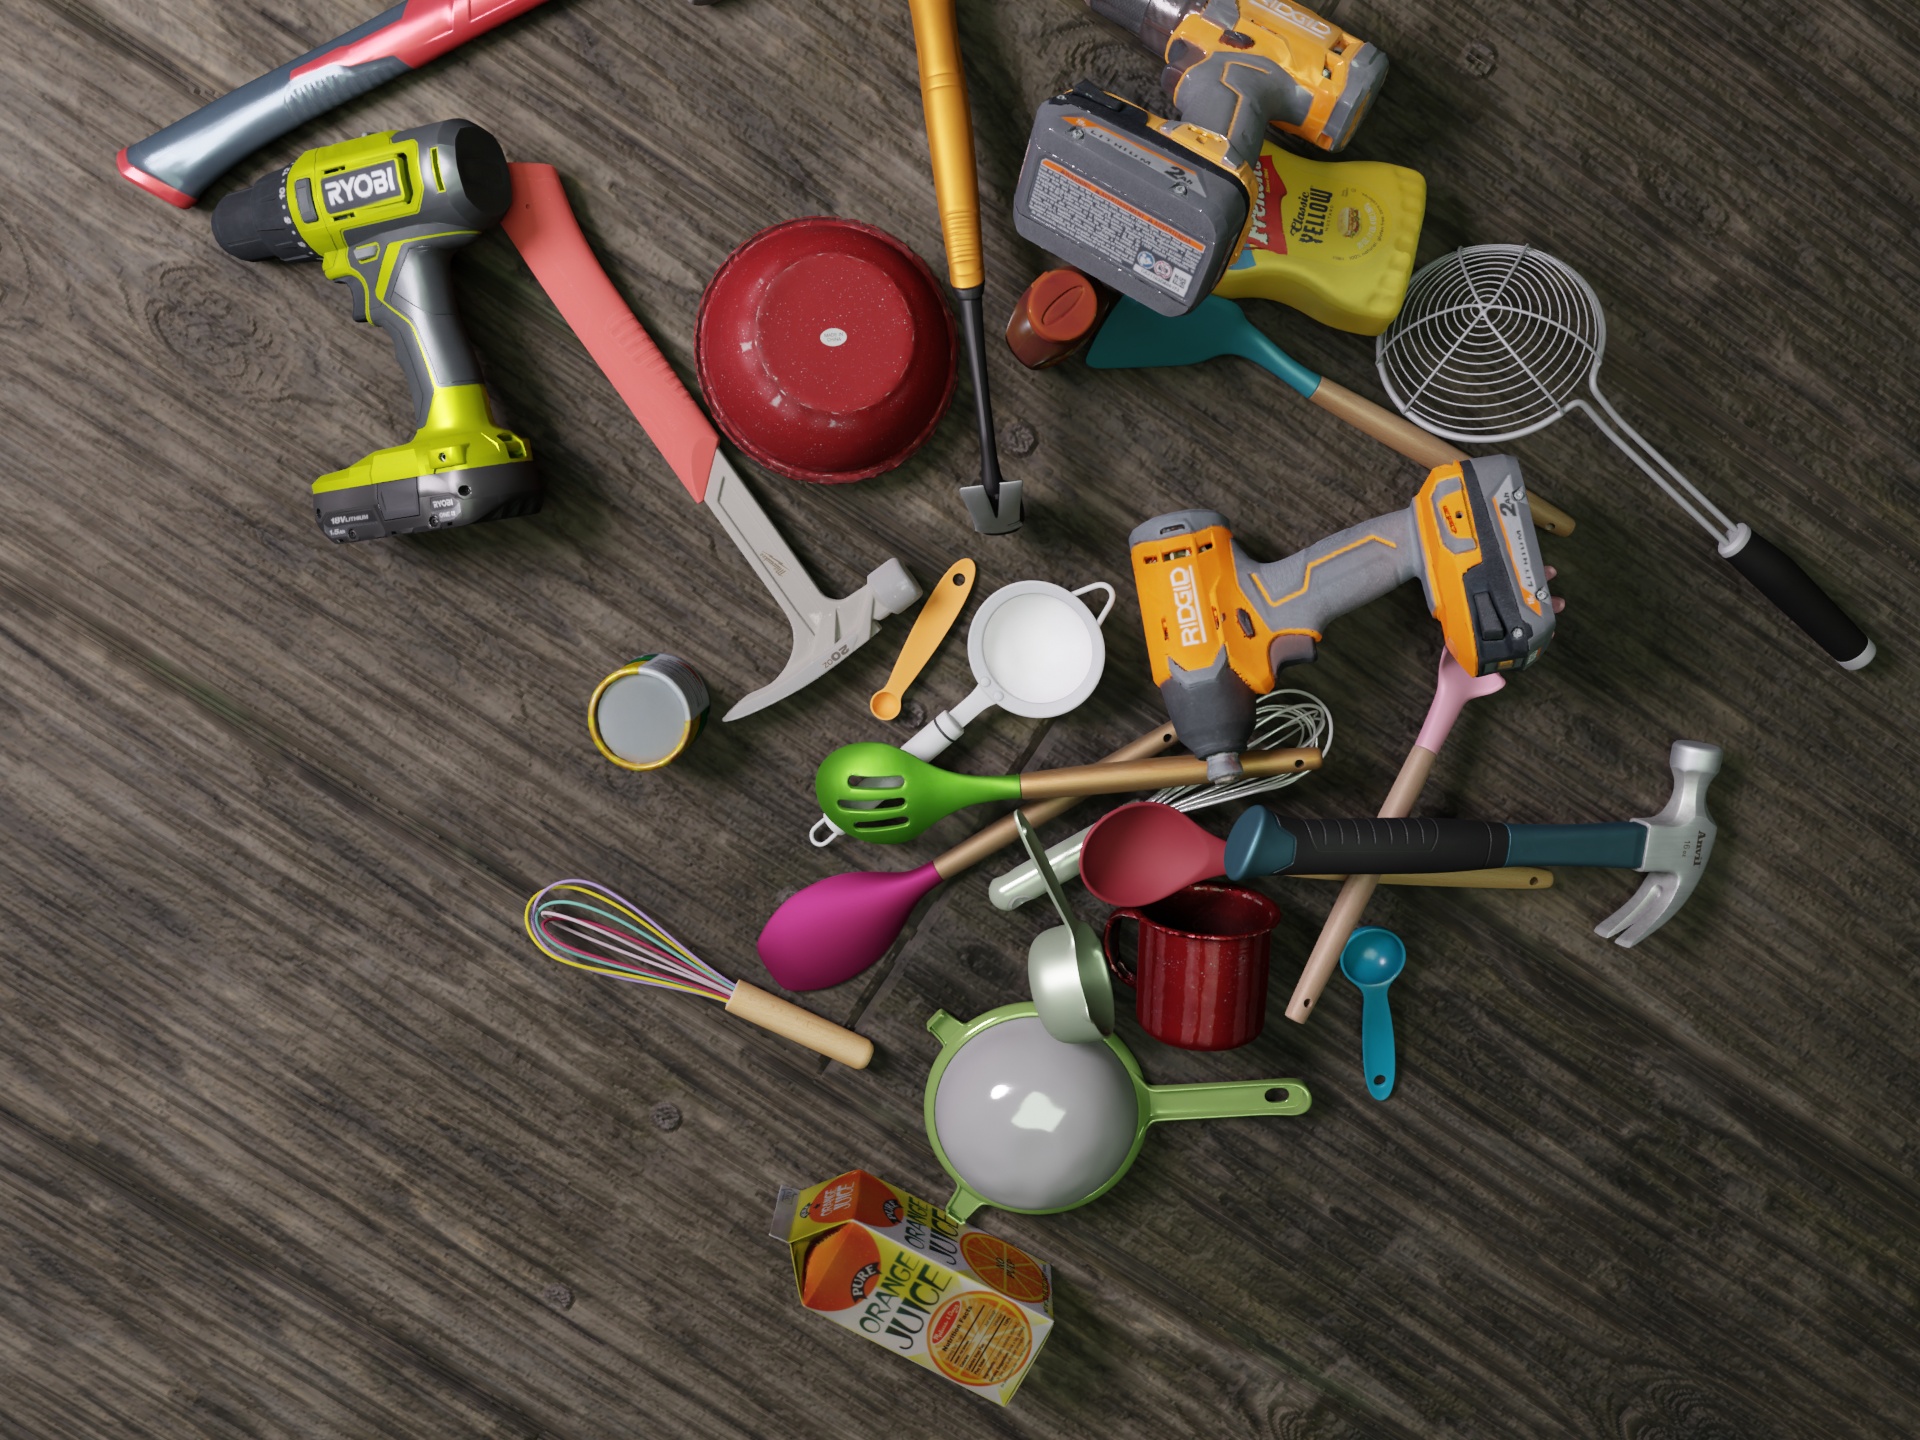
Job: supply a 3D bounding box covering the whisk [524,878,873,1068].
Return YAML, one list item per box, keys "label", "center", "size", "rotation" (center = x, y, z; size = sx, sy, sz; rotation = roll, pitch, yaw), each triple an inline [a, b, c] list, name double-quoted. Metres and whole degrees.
- label: "whisk"
  center: [-0.171, 0.174, 1.040]
  size: [0.245, 0.047, 0.051]
  rotation: [26, 114, -7]

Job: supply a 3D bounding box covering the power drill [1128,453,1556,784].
- label: "power drill"
  center: [0.222, -0.058, 0.931]
  size: [0.226, 0.084, 0.164]
  rotation: [-11, 77, 14]

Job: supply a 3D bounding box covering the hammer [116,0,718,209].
- label: "hammer"
  center: [-0.329, -0.419, 0.935]
  size: [0.386, 0.038, 0.143]
  rotation: [-24, 98, 6]

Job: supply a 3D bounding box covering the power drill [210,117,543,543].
- label: "power drill"
  center: [-0.345, -0.225, 0.945]
  size: [0.190, 0.080, 0.228]
  rotation: [-5, 100, 21]

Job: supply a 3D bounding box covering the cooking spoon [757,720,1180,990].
- label: "cooking spoon"
  center: [0.008, 0.084, 1.029]
  size: [0.319, 0.017, 0.068]
  rotation: [-31, 99, 8]

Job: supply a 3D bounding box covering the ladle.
- label: "ladle"
  center: [0.225, 0.090, 0.998]
  size: [0.315, 0.031, 0.069]
  rotation: [4, 106, -9]

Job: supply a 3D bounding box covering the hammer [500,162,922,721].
- label: "hammer"
  center: [-0.184, -0.179, 0.977]
  size: [0.149, 0.037, 0.359]
  rotation: [-34, 98, 7]

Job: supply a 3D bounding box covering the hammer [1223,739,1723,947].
- label: "hammer"
  center: [0.313, 0.074, 0.960]
  size: [0.331, 0.033, 0.128]
  rotation: [1, 100, -17]

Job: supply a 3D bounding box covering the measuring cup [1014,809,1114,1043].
- label: "measuring cup"
  center: [0.052, 0.130, 0.997]
  size: [0.038, 0.083, 0.167]
  rotation: [-17, 112, 18]

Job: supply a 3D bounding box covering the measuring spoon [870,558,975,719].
- label: "measuring spoon"
  center: [-0.023, -0.052, 1.010]
  size: [0.021, 0.011, 0.117]
  rotation: [30, 97, -3]

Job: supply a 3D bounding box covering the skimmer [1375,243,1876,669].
- label: "skimmer"
  center: [0.411, -0.148, 0.967]
  size: [0.363, 0.090, 0.127]
  rotation: [36, 88, -15]

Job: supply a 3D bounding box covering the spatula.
- label: "spatula"
  center: [0.232, -0.180, 0.958]
  size: [0.317, 0.082, 0.044]
  rotation: [26, 58, -7]

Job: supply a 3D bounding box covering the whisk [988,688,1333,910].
- label: "whisk"
  center: [0.124, 0.055, 1.010]
  size: [0.246, 0.057, 0.059]
  rotation: [-30, 64, 10]

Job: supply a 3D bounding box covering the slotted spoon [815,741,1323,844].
- label: "slotted spoon"
  center: [0.063, 0.036, 0.976]
  size: [0.314, 0.031, 0.070]
  rotation: [-5, 111, 7]

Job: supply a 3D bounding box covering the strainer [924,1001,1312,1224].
- label: "strainer"
  center: [0.102, 0.261, 1.033]
  size: [0.256, 0.069, 0.151]
  rotation: [-4, 100, 4]

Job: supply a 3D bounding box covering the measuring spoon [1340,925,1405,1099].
- label: "measuring spoon"
  center: [0.271, 0.190, 1.045]
  size: [0.042, 0.021, 0.128]
  rotation: [-7, 109, 2]

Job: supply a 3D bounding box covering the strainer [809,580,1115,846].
- label: "strainer"
  center: [-0.002, -0.003, 1.003]
  size: [0.258, 0.050, 0.087]
  rotation: [-40, 91, 14]

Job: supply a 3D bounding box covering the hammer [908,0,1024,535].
- label: "hammer"
  center: [0.000, -0.278, 0.907]
  size: [0.034, 0.127, 0.337]
  rotation: [-7, 89, 3]

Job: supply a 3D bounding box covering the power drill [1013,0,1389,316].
- label: "power drill"
  center: [0.111, -0.337, 0.863]
  size: [0.185, 0.084, 0.226]
  rotation: [32, 57, 8]

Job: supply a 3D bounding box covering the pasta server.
- label: "pasta server"
  center: [0.276, 0.043, 0.974]
  size: [0.060, 0.040, 0.316]
  rotation: [27, 88, -9]
